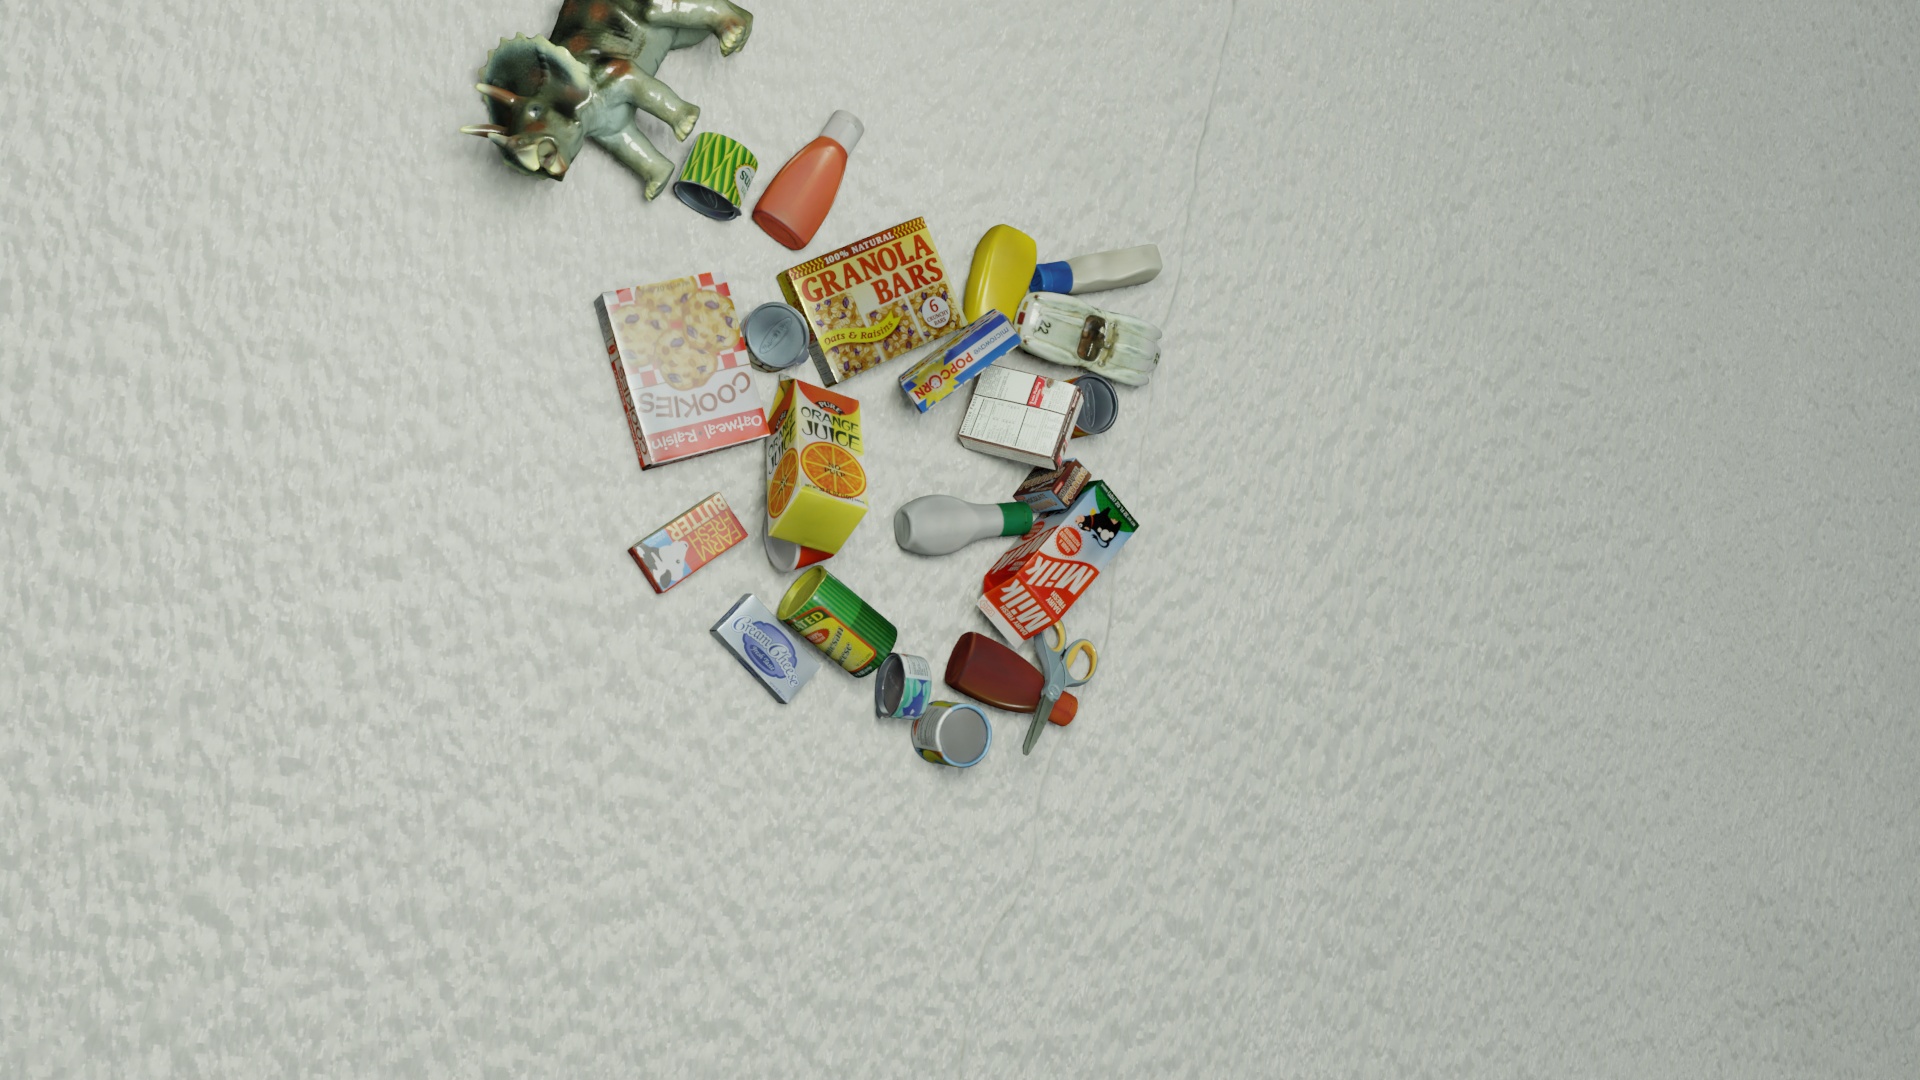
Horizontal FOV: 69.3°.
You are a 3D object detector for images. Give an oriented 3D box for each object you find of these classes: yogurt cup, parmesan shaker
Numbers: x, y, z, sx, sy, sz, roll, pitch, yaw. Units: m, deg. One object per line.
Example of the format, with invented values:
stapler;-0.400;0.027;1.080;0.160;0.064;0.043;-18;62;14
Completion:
yogurt cup;-0.155;-0.005;1.361;0.054;0.072;0.072;-10;91;-36
parmesan shaker;-0.118;0.080;1.366;0.103;0.071;0.071;41;70;-22

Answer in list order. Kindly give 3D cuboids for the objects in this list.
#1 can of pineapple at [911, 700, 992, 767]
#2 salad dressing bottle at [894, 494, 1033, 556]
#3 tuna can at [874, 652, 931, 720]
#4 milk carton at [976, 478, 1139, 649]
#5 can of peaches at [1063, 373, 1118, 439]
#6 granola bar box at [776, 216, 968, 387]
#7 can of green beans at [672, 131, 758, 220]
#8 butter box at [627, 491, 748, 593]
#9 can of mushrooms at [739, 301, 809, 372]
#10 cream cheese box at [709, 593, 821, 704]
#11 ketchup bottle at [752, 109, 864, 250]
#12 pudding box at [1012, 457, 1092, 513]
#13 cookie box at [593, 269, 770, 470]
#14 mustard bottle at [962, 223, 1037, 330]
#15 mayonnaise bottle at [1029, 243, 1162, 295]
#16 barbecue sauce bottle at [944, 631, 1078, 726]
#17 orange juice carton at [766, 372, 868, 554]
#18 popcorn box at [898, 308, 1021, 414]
can of pineapple;-0.007;0.199;1.425;0.071;0.058;0.071;2;86;-28
salad dressing bottle;0.005;-0.018;1.456;0.148;0.044;0.064;-5;88;-29
tuna can;-0.058;0.149;1.399;0.033;0.071;0.071;11;82;-28
milk carton;0.097;0.025;1.484;0.072;0.073;0.191;49;67;-17
can of peaches;0.128;-0.146;1.521;0.071;0.058;0.071;2;87;-27
granola bar box;-0.089;-0.245;1.425;0.166;0.039;0.124;-28;100;-26
can of green beans;-0.236;-0.351;1.341;0.071;0.071;0.058;27;74;-24
butter box;-0.259;0.002;1.326;0.104;0.024;0.053;-36;102;-25
can of mushrooms;-0.184;-0.199;1.375;0.071;0.033;0.071;2;85;-28
cream cheese box;-0.190;0.105;1.356;0.103;0.024;0.053;49;66;-17
ketchup bottle;-0.147;-0.368;1.401;0.064;0.043;0.149;36;71;-22
pudding box;0.098;-0.058;1.484;0.030;0.083;0.050;45;69;-18
cookie box;-0.265;-0.163;1.327;0.123;0.040;0.167;-17;93;-27
mustard bottle;0.033;-0.256;1.484;0.065;0.048;0.160;24;77;-26
mayonnaise bottle;0.148;-0.298;1.542;0.148;0.064;0.041;-13;86;-24
barbecue sauce bottle;0.057;0.153;1.471;0.148;0.043;0.065;28;71;-24
orange juice carton;-0.141;-0.086;1.341;0.072;0.072;0.193;17;43;-26
popcorn box;-0.001;-0.184;1.415;0.126;0.085;0.038;-36;104;3
